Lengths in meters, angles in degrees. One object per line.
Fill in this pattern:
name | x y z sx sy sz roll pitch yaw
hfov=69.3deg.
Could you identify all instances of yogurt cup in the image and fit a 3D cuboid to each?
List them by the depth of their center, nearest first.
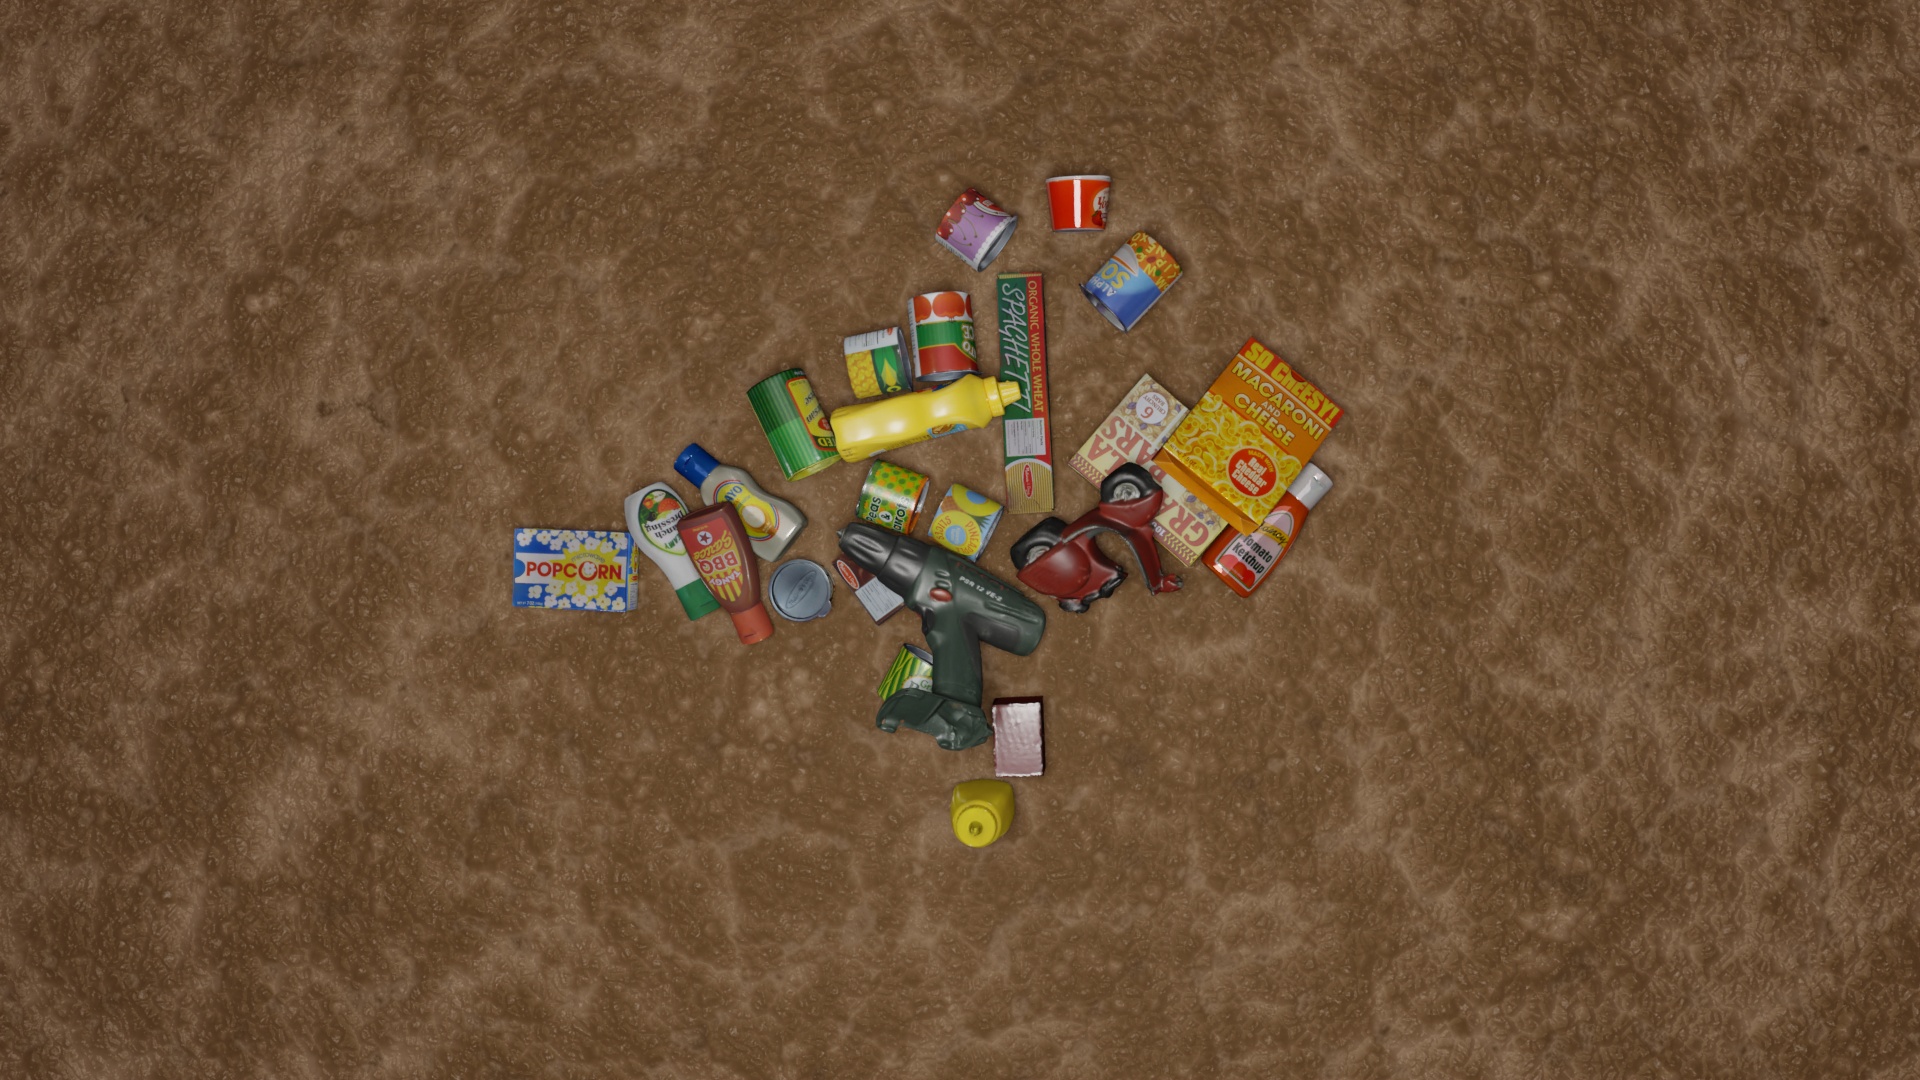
yogurt cup | 0.121 -0.345 1.427 0.072 0.072 0.054 -1 99 5

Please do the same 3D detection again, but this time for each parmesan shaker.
parmesan shaker | -0.173 -0.121 1.447 0.071 0.071 0.103 -26 88 5

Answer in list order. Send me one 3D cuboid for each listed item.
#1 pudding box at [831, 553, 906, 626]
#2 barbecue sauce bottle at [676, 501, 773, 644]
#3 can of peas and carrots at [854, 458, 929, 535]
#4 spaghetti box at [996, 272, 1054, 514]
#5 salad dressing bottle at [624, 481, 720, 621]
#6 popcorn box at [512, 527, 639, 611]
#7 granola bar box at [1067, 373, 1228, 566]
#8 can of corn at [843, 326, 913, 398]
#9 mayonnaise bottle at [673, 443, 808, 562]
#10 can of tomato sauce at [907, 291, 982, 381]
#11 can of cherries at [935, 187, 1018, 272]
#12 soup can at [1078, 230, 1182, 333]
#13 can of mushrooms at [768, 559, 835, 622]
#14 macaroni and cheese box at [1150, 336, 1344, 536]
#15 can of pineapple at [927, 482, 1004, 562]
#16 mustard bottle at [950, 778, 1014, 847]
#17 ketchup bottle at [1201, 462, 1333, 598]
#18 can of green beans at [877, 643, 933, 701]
pudding box | -0.090 0.042 1.461 0.049 0.030 0.084 -37 87 5
barbecue sauce bottle | -0.239 0.036 1.449 0.065 0.044 0.148 -17 107 14
can of peas and carrots | -0.070 -0.043 1.439 0.059 0.071 0.071 19 92 4
spaghetti box | 0.068 -0.153 1.447 0.050 0.029 0.250 -3 90 5
salad dressing bottle | -0.302 0.012 1.469 0.064 0.044 0.147 -29 95 -30
popcorn box | -0.409 0.031 1.484 0.127 0.038 0.085 2 91 5
granola bar box | 0.212 -0.072 1.430 0.165 0.039 0.124 41 94 4
can of corn | -0.085 -0.182 1.443 0.058 0.071 0.071 -11 89 6
mayonnaise bottle | -0.236 -0.044 1.467 0.148 0.041 0.064 39 98 3
can of tomato sauce | -0.016 -0.210 1.436 0.071 0.071 0.083 -6 89 5
can of cherries | 0.017 -0.323 1.433 0.058 0.071 0.071 38 93 5
soup can | 0.173 -0.266 1.418 0.071 0.071 0.084 44 93 3
can of mushrooms | -0.165 0.054 1.465 0.071 0.033 0.071 0 89 5
macaroni and cheese box | 0.290 -0.106 1.390 0.124 0.040 0.167 39 69 3
can of pineapple | 0.005 -0.018 1.433 0.058 0.071 0.071 26 93 5
mustard bottle | 0.019 0.275 1.386 0.065 0.160 0.048 -2 92 6
ketchup bottle | 0.317 -0.014 1.419 0.064 0.043 0.149 42 93 -8
can of green beans | -0.045 0.148 1.438 0.071 0.071 0.058 30 93 4
